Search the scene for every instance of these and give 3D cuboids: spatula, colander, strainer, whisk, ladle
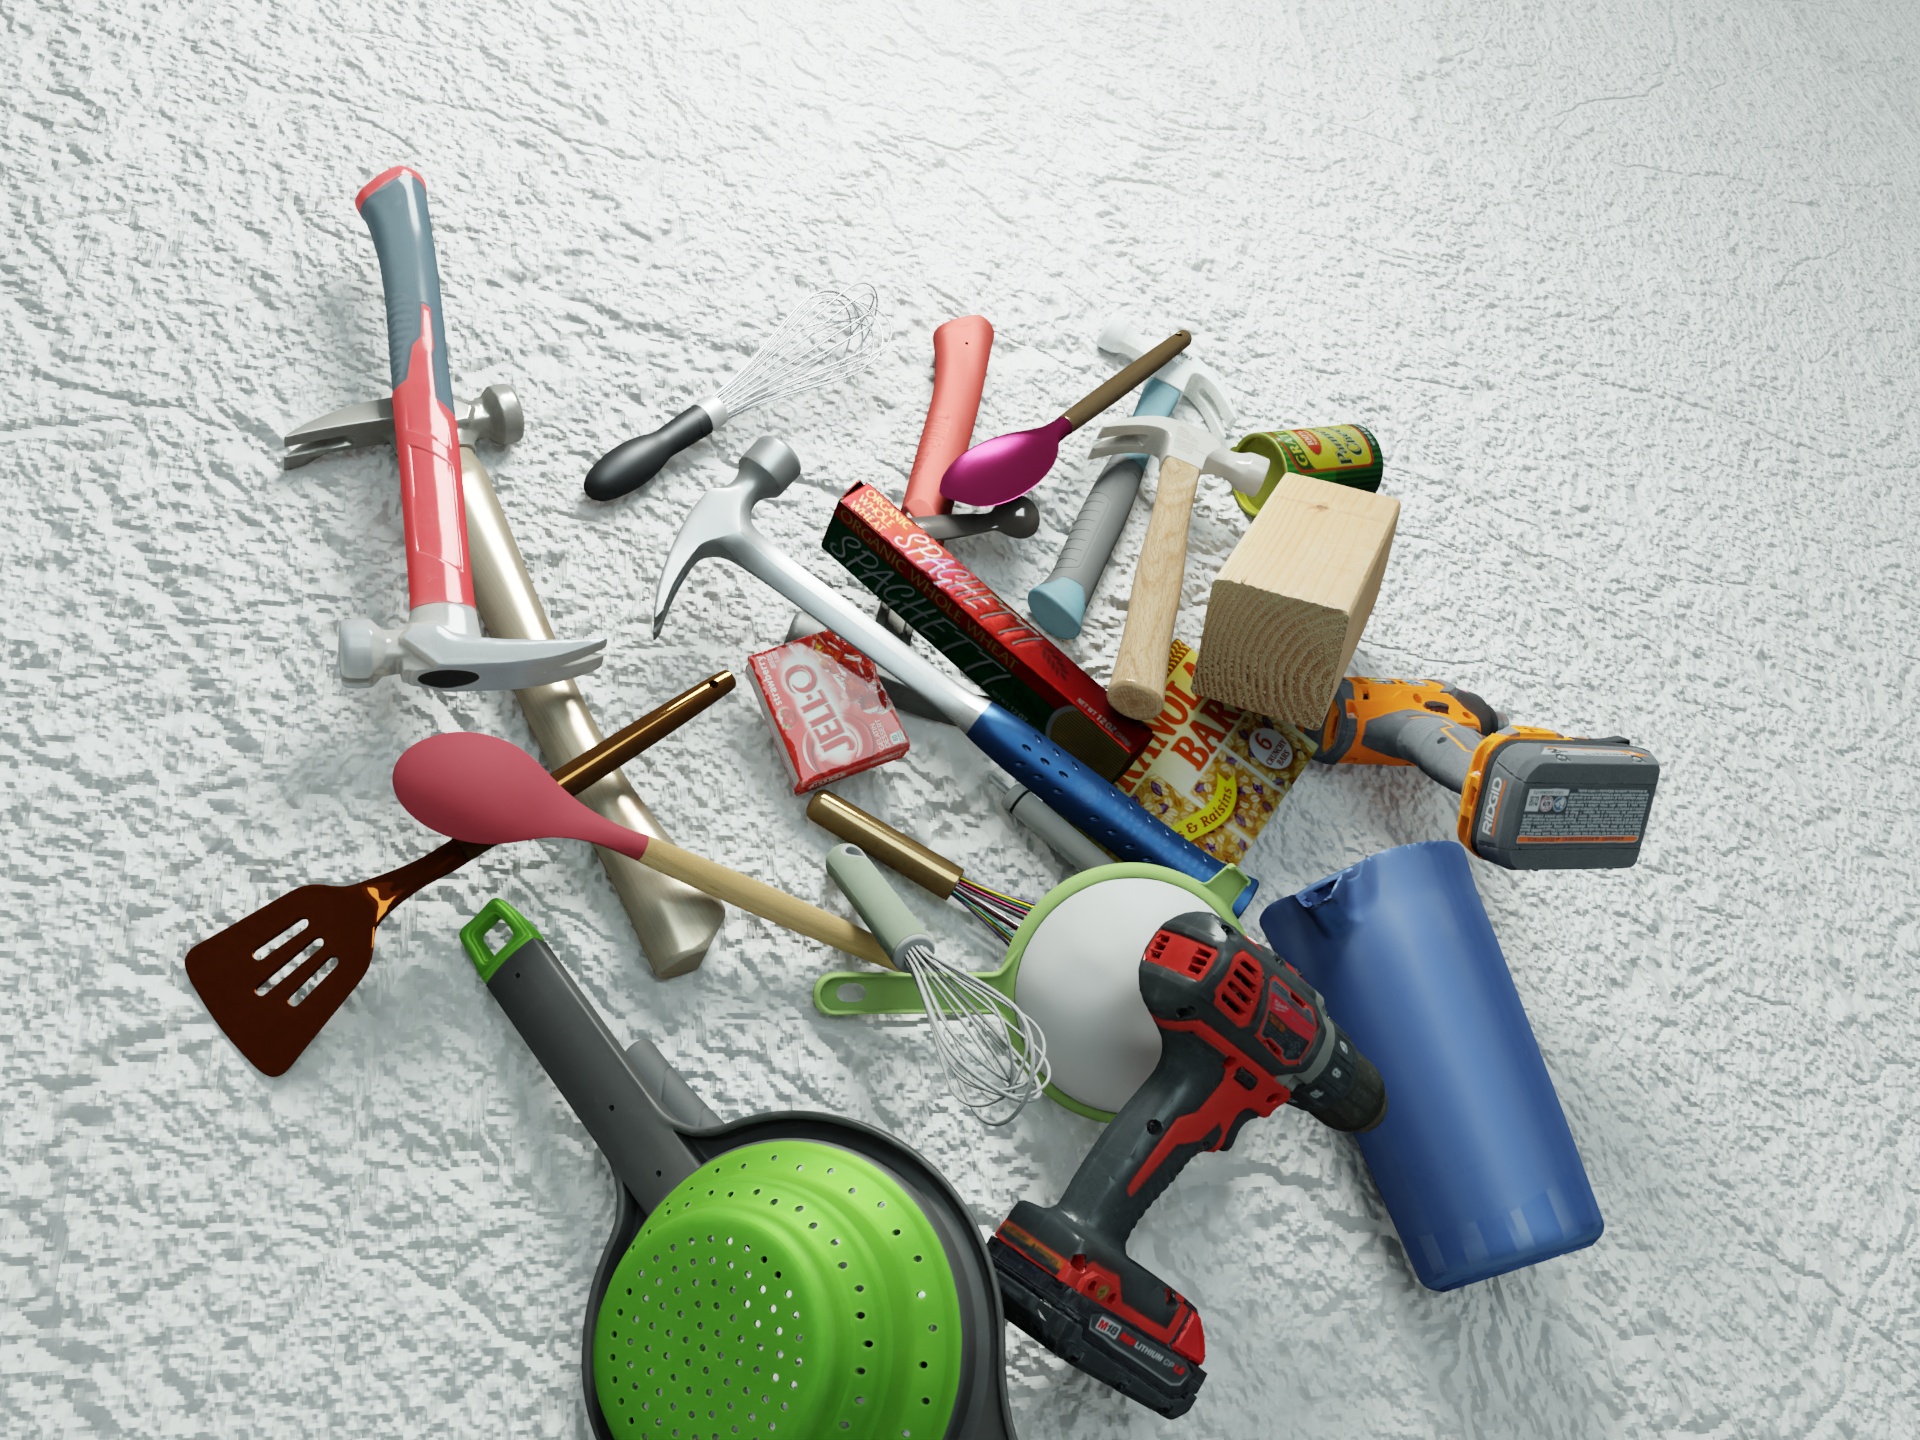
[{"bbox_3d":[-0.248,0.060,0.850,0.322,0.041,0.081,-36,76,-31],"label":"spatula"},{"bbox_3d":[-0.142,0.219,0.726,0.204,0.094,0.397,-45,63,0],"label":"colander"},{"bbox_3d":[0.114,0.113,0.980,0.258,0.050,0.087,39,16,15],"label":"strainer"},{"bbox_3d":[-0.151,-0.227,1.099,0.070,0.070,0.284,43,57,9],"label":"whisk"},{"bbox_3d":[-0.021,0.129,0.847,0.057,0.059,0.247,14,17,-31],"label":"whisk"},{"bbox_3d":[0.018,0.106,0.950,0.245,0.047,0.051,30,52,3],"label":"whisk"},{"bbox_3d":[0.047,0.156,0.879,0.256,0.069,0.151,1,91,-6],"label":"strainer"},{"bbox_3d":[-0.150,0.081,0.859,0.315,0.031,0.069,27,42,-25],"label":"ladle"}]

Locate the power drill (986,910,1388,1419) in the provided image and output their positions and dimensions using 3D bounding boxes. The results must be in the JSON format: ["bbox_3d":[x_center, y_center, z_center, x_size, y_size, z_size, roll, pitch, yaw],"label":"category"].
[{"bbox_3d":[0.126,0.232,0.821,0.187,0.080,0.227,41,74,-32],"label":"power drill"}]

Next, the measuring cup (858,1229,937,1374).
[{"bbox_3d":[-0.039,0.330,0.776,0.083,0.038,0.168,17,55,-11],"label":"measuring cup"}]

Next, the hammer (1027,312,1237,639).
[{"bbox_3d":[0.120,-0.183,1.198,0.128,0.033,0.331,28,51,-2],"label":"hammer"}]

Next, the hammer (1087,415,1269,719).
[{"bbox_3d":[0.136,-0.114,1.079,0.130,0.031,0.332,22,40,-2],"label":"hammer"}]

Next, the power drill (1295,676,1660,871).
[{"bbox_3d":[0.351,0.025,1.063,0.164,0.084,0.227,1,16,-22],"label":"power drill"}]

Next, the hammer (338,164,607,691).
[{"bbox_3d":[-0.310,-0.189,0.967,0.143,0.038,0.387,-2,60,-23],"label":"hammer"}]

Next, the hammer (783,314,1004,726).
[{"bbox_3d":[-0.012,-0.157,1.121,0.149,0.036,0.359,20,52,-9],"label":"hammer"}]

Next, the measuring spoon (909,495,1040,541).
[{"bbox_3d":[0.001,-0.136,1.079,0.124,0.018,0.034,-11,63,-27],"label":"measuring spoon"}]

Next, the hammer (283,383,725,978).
[{"bbox_3d":[-0.257,-0.029,0.930,0.146,0.038,0.411,-19,67,-30],"label":"hammer"}]

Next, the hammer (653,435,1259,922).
[{"bbox_3d":[-0.002,-0.003,0.948,0.405,0.035,0.144,37,67,3],"label":"hammer"}]

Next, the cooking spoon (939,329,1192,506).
[{"bbox_3d":[0.090,-0.227,1.175,0.069,0.017,0.319,21,43,29],"label":"cooking spoon"}]

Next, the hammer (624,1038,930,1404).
[{"bbox_3d":[-0.027,0.288,0.733,0.409,0.036,0.149,38,88,26],"label":"hammer"}]
